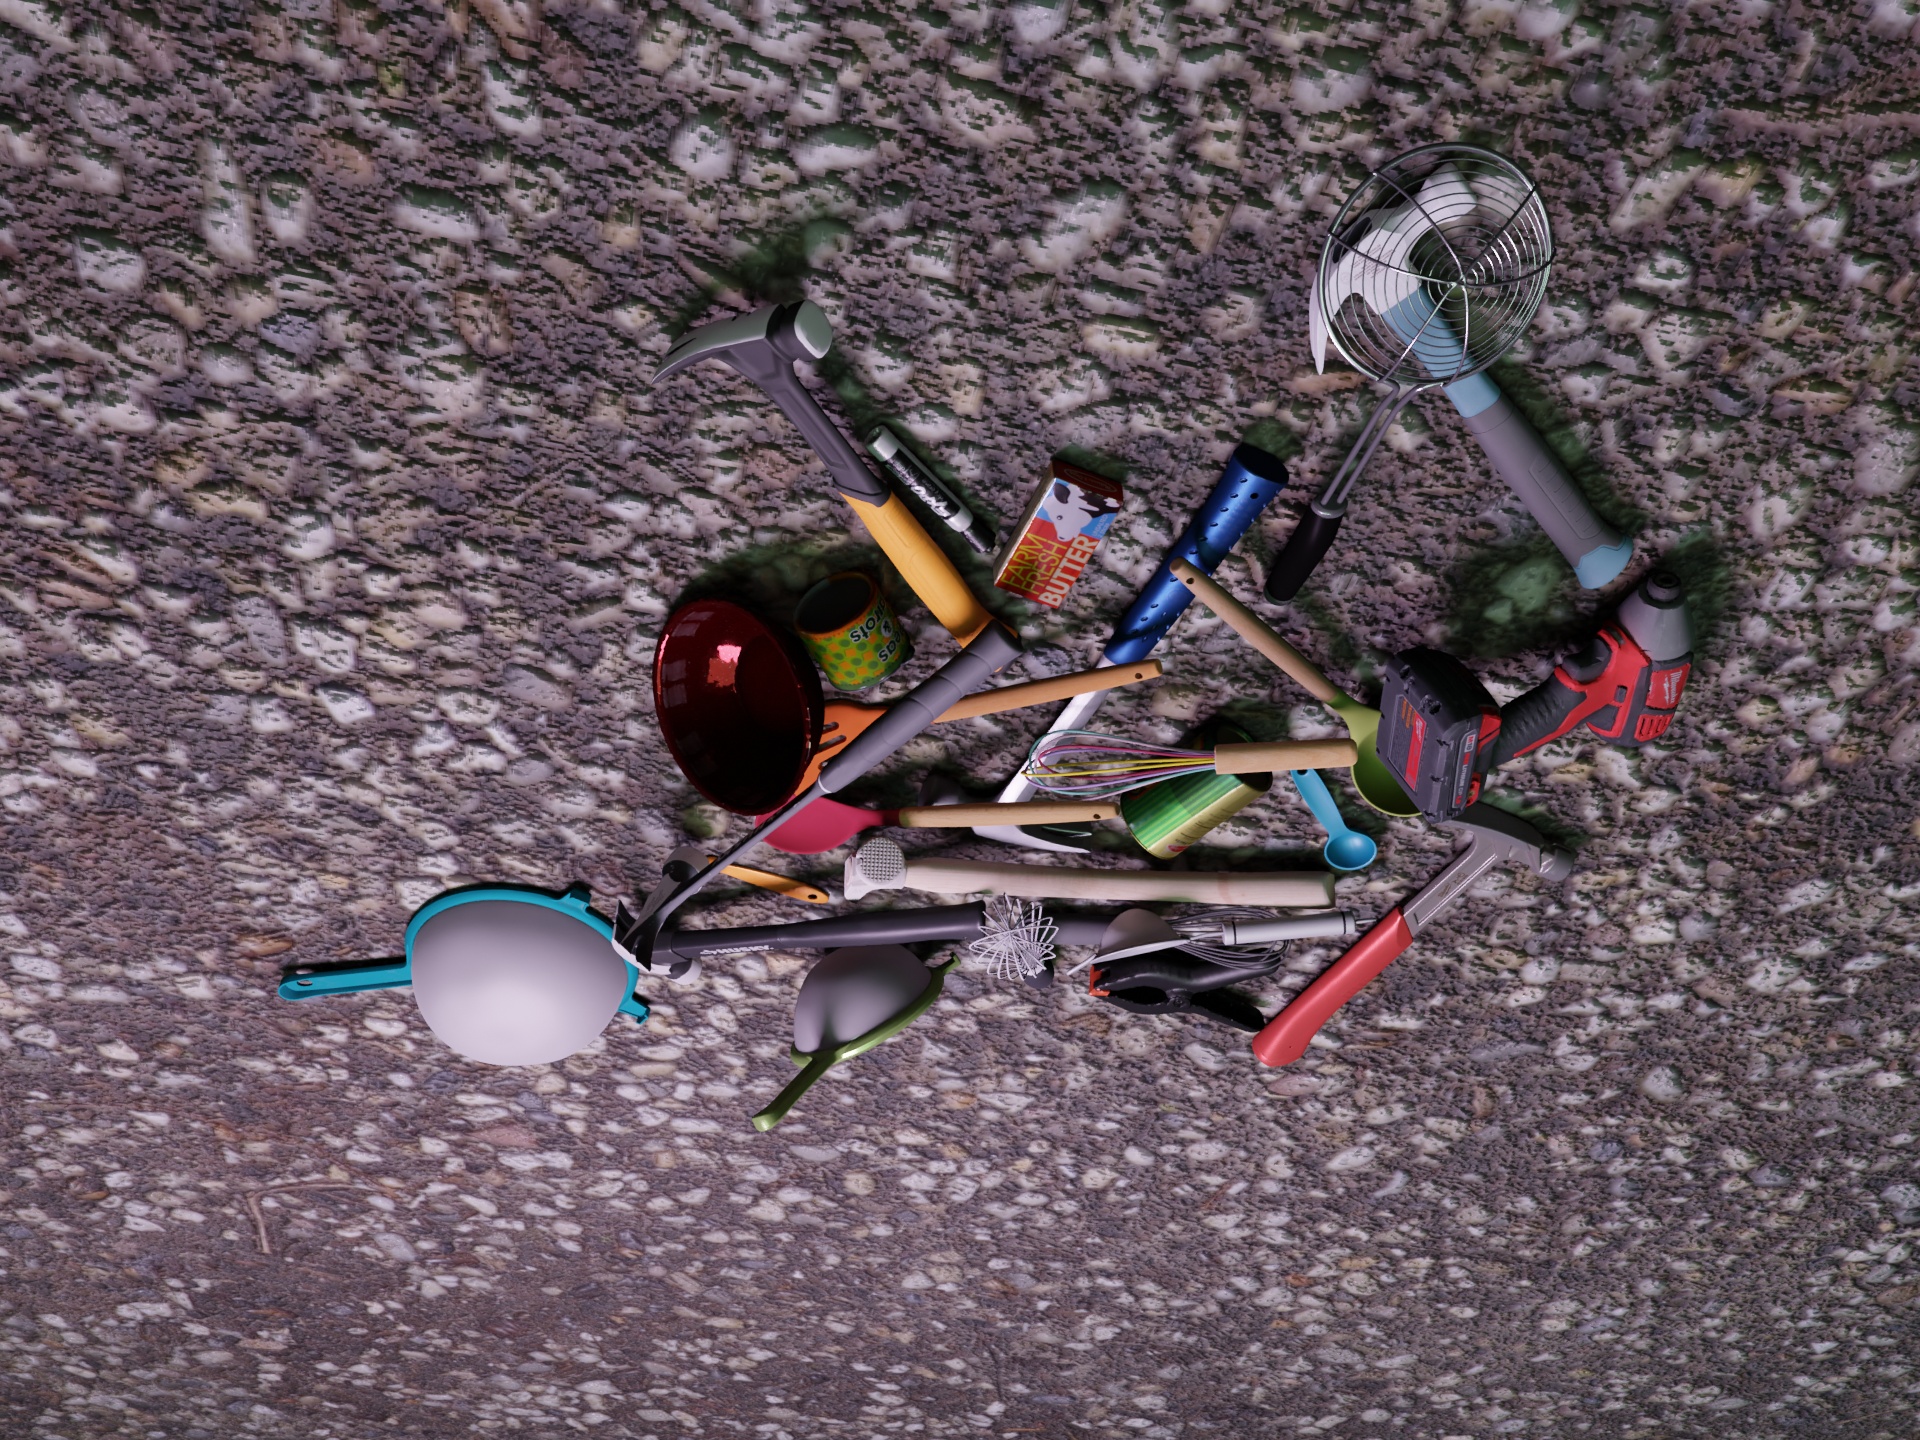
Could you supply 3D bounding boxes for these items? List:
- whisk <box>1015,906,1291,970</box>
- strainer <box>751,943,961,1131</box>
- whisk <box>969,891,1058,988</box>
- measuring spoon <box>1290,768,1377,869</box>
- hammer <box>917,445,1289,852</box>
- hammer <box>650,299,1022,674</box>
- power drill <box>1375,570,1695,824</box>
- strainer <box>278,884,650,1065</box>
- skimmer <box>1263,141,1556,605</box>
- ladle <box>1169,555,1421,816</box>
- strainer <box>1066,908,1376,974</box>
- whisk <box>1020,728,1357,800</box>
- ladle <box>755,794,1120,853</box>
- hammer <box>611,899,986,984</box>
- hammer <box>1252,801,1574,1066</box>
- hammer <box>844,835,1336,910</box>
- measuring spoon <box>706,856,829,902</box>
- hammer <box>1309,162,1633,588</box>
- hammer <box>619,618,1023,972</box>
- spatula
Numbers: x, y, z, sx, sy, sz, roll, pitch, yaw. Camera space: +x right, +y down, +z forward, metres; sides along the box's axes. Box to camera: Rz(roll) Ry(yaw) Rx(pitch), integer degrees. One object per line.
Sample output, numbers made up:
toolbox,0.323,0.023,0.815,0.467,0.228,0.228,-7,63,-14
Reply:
whisk,0.166,0.186,1.380,0.239,0.055,0.055,2,135,7
strainer,-0.116,0.253,1.347,0.151,0.256,0.069,-22,99,30
whisk,0.056,0.195,1.319,0.070,0.070,0.284,-5,164,7
measuring spoon,0.297,0.070,1.285,0.042,0.021,0.128,-23,121,24
hammer,0.116,-0.037,1.167,0.144,0.035,0.405,20,132,-17
hammer,-0.060,-0.138,1.059,0.127,0.034,0.336,-4,143,35
power drill,0.409,-0.022,1.109,0.219,0.079,0.143,-18,137,-10
strainer,-0.465,0.255,1.436,0.340,0.095,0.210,-7,134,7
skimmer,0.241,-0.188,0.967,0.127,0.090,0.363,2,157,-5
ladle,0.252,-0.023,1.137,0.078,0.062,0.319,-35,131,27
strainer,0.214,0.175,1.319,0.258,0.050,0.086,-5,168,3
whisk,0.165,0.028,1.168,0.245,0.051,0.047,-4,157,10
ladle,-0.023,0.074,1.237,0.315,0.031,0.069,-4,134,29
hammer,-0.134,0.178,1.332,0.335,0.035,0.146,-7,153,20
hammer,0.359,0.196,1.390,0.149,0.037,0.359,20,132,-17
hammer,0.109,0.136,1.319,0.410,0.038,0.146,4,166,-10
measuring spoon,-0.168,0.141,1.370,0.117,0.011,0.021,19,133,-16
hammer,0.337,-0.193,1.005,0.128,0.033,0.330,-32,126,28
hammer,-0.108,0.052,1.169,0.409,0.149,0.036,-38,104,28
spatula,-0.002,-0.004,1.175,0.322,0.041,0.081,-12,122,30
